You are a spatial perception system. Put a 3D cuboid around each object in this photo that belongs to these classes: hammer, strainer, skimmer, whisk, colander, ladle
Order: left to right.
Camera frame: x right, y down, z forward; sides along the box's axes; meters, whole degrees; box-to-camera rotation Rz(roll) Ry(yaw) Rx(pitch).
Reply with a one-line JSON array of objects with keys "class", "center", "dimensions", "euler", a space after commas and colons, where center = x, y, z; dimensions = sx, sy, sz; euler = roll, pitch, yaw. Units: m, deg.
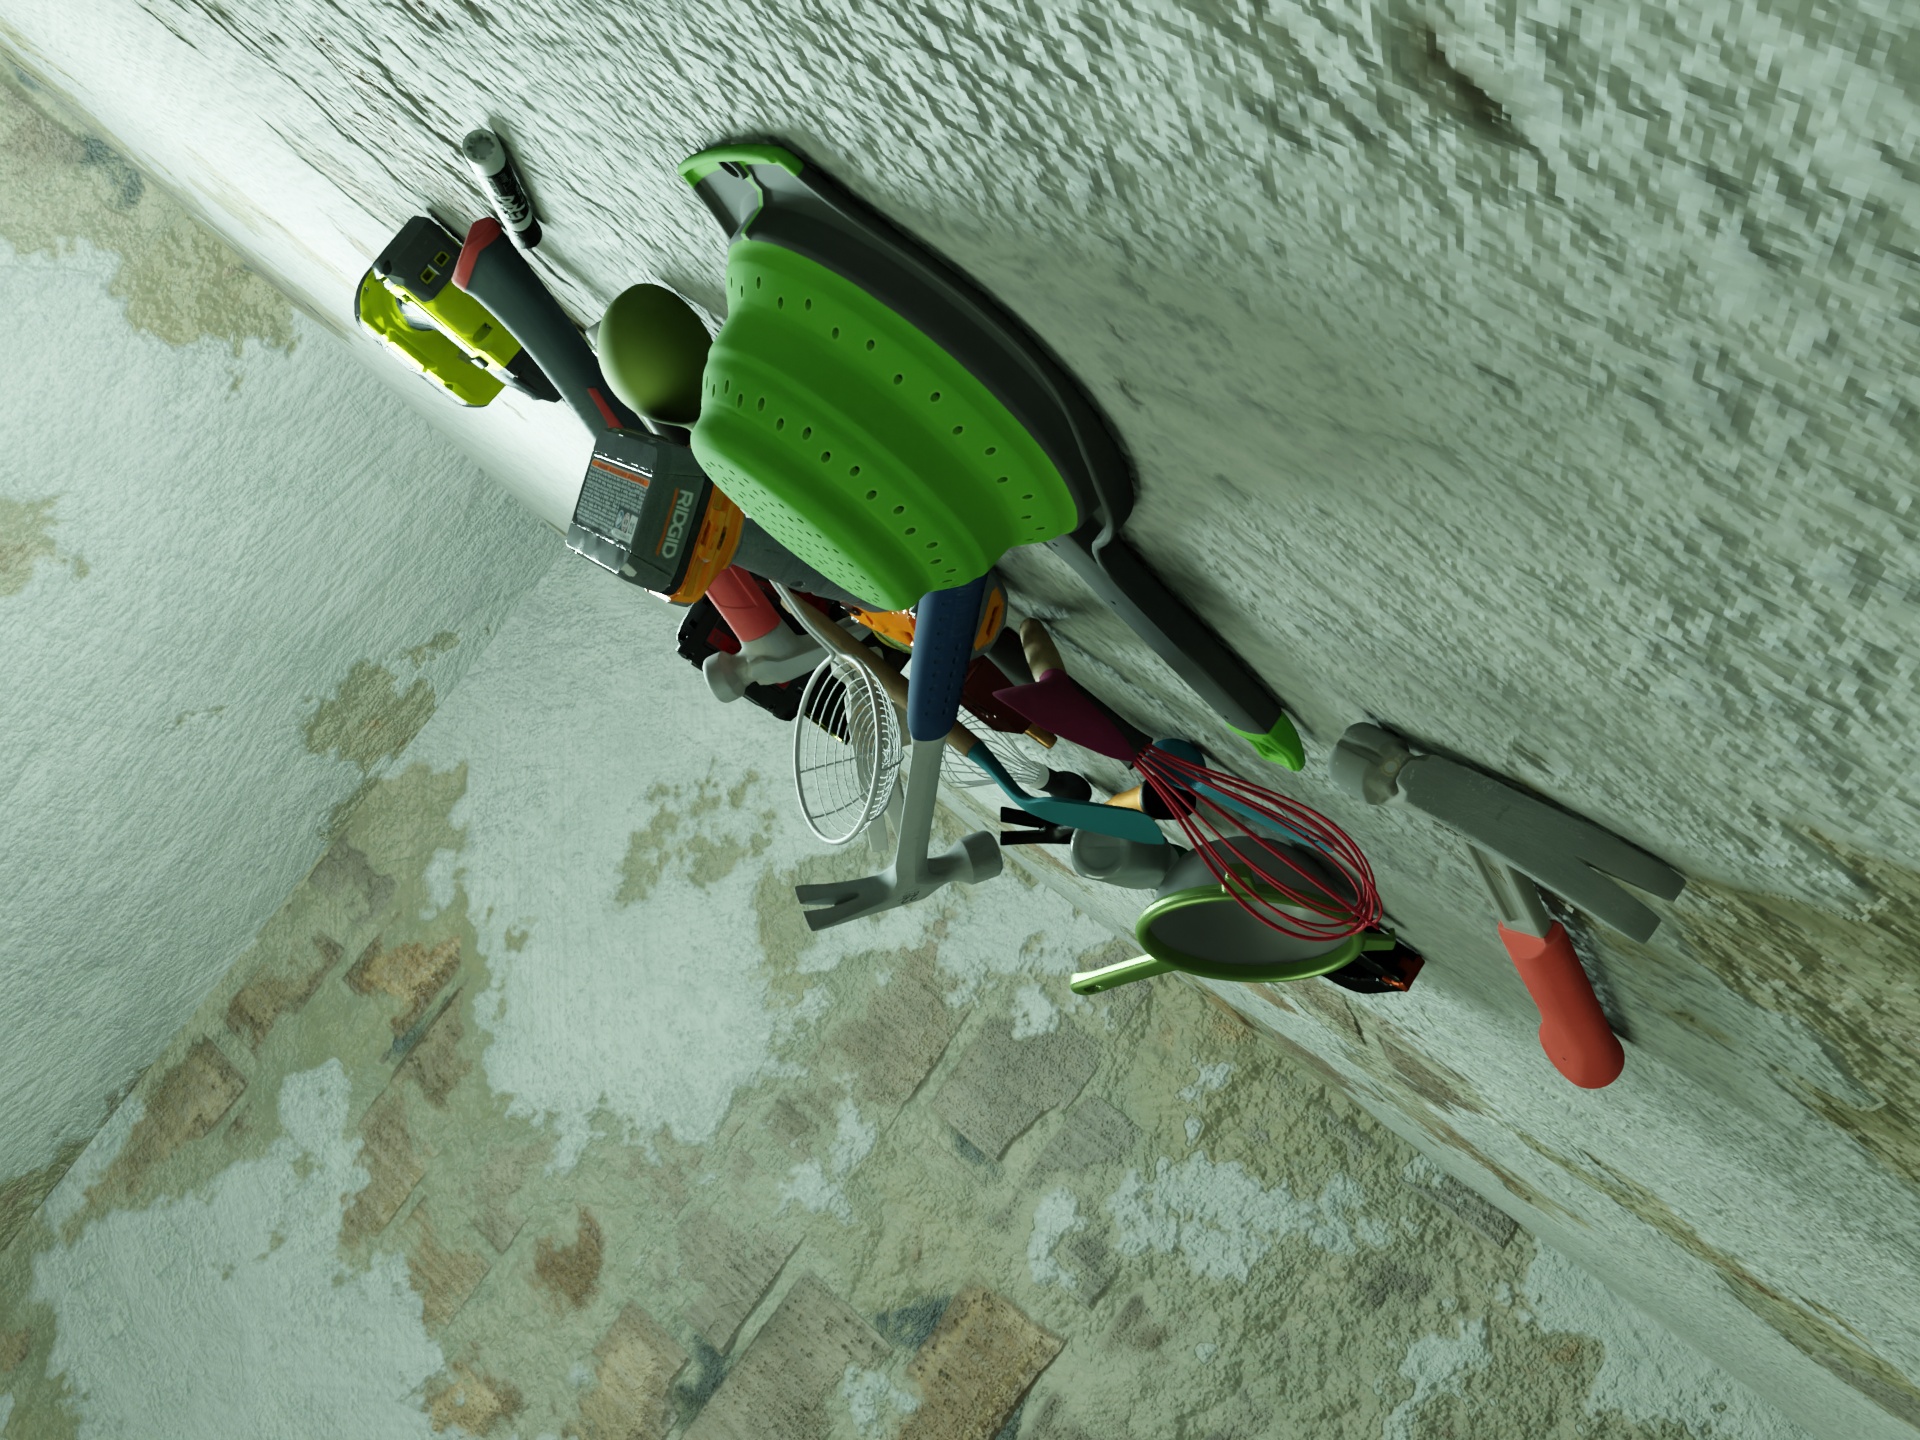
[{"class": "hammer", "center": [-0.199, -0.175, 1.082], "dimensions": [0.385, 0.143, 0.038], "euler": [57, -165, -36]}, {"class": "skimmer", "center": [-0.150, -0.086, 1.031], "dimensions": [0.363, 0.090, 0.127], "euler": [56, 154, -17]}, {"class": "ladle", "center": [-0.132, -0.175, 0.981], "dimensions": [0.078, 0.062, 0.320], "euler": [33, 180, 18]}, {"class": "hammer", "center": [-0.044, 0.012, 1.332], "dimensions": [0.410, 0.038, 0.146], "euler": [-24, -77, -84]}, {"class": "hammer", "center": [-0.023, 0.013, 0.927], "dimensions": [0.405, 0.144, 0.035], "euler": [100, 148, -57]}, {"class": "colander", "center": [0.014, -0.064, 0.676], "dimensions": [0.396, 0.094, 0.205], "euler": [41, 173, -31]}, {"class": "whisk", "center": [0.047, 0.041, 1.320], "dimensions": [0.070, 0.070, 0.284], "euler": [33, -175, 30]}, {"class": "hammer", "center": [0.113, 0.074, 1.240], "dimensions": [0.127, 0.034, 0.337], "euler": [3, 172, -6]}, {"class": "whisk", "center": [0.121, 0.032, 0.932], "dimensions": [0.296, 0.073, 0.073], "euler": [38, 174, 15]}, {"class": "strainer", "center": [0.164, 0.137, 1.108], "dimensions": [0.151, 0.069, 0.256], "euler": [24, 148, -28]}, {"class": "hammer", "center": [0.288, 0.117, 0.763], "dimensions": [0.149, 0.037, 0.358], "euler": [32, 172, 39]}]

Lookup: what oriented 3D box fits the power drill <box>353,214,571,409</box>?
[{"class": "power drill", "center": [-0.379, -0.300, 1.225], "dimensions": [0.171, 0.080, 0.223], "euler": [41, 170, -28]}]

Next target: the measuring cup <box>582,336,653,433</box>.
[{"class": "measuring cup", "center": [-0.232, -0.222, 1.130], "dimensions": [0.167, 0.038, 0.083], "euler": [36, 174, -9]}]

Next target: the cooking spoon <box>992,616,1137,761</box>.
[{"class": "cooking spoon", "center": [0.045, -0.024, 0.802], "dimensions": [0.068, 0.017, 0.319], "euler": [23, -170, -6]}]

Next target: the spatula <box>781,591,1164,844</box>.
[{"class": "spatula", "center": [-0.002, -0.003, 1.068], "dimensions": [0.318, 0.044, 0.082], "euler": [38, 175, 22]}]

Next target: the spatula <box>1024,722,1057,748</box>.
[{"class": "spatula", "center": [-0.057, -0.069, 1.285], "dimensions": [0.322, 0.041, 0.081], "euler": [37, -171, -8]}]

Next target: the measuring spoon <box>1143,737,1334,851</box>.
[{"class": "measuring spoon", "center": [0.173, 0.043, 0.975], "dimensions": [0.128, 0.021, 0.042], "euler": [27, 160, 8]}]

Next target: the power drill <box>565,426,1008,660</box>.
[{"class": "power drill", "center": [-0.103, -0.098, 0.920], "dimensions": [0.226, 0.084, 0.164], "euler": [15, -173, -33]}]

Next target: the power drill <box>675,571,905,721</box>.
[{"class": "power drill", "center": [-0.135, -0.074, 1.324], "dimensions": [0.188, 0.080, 0.227], "euler": [32, -166, -8]}]
